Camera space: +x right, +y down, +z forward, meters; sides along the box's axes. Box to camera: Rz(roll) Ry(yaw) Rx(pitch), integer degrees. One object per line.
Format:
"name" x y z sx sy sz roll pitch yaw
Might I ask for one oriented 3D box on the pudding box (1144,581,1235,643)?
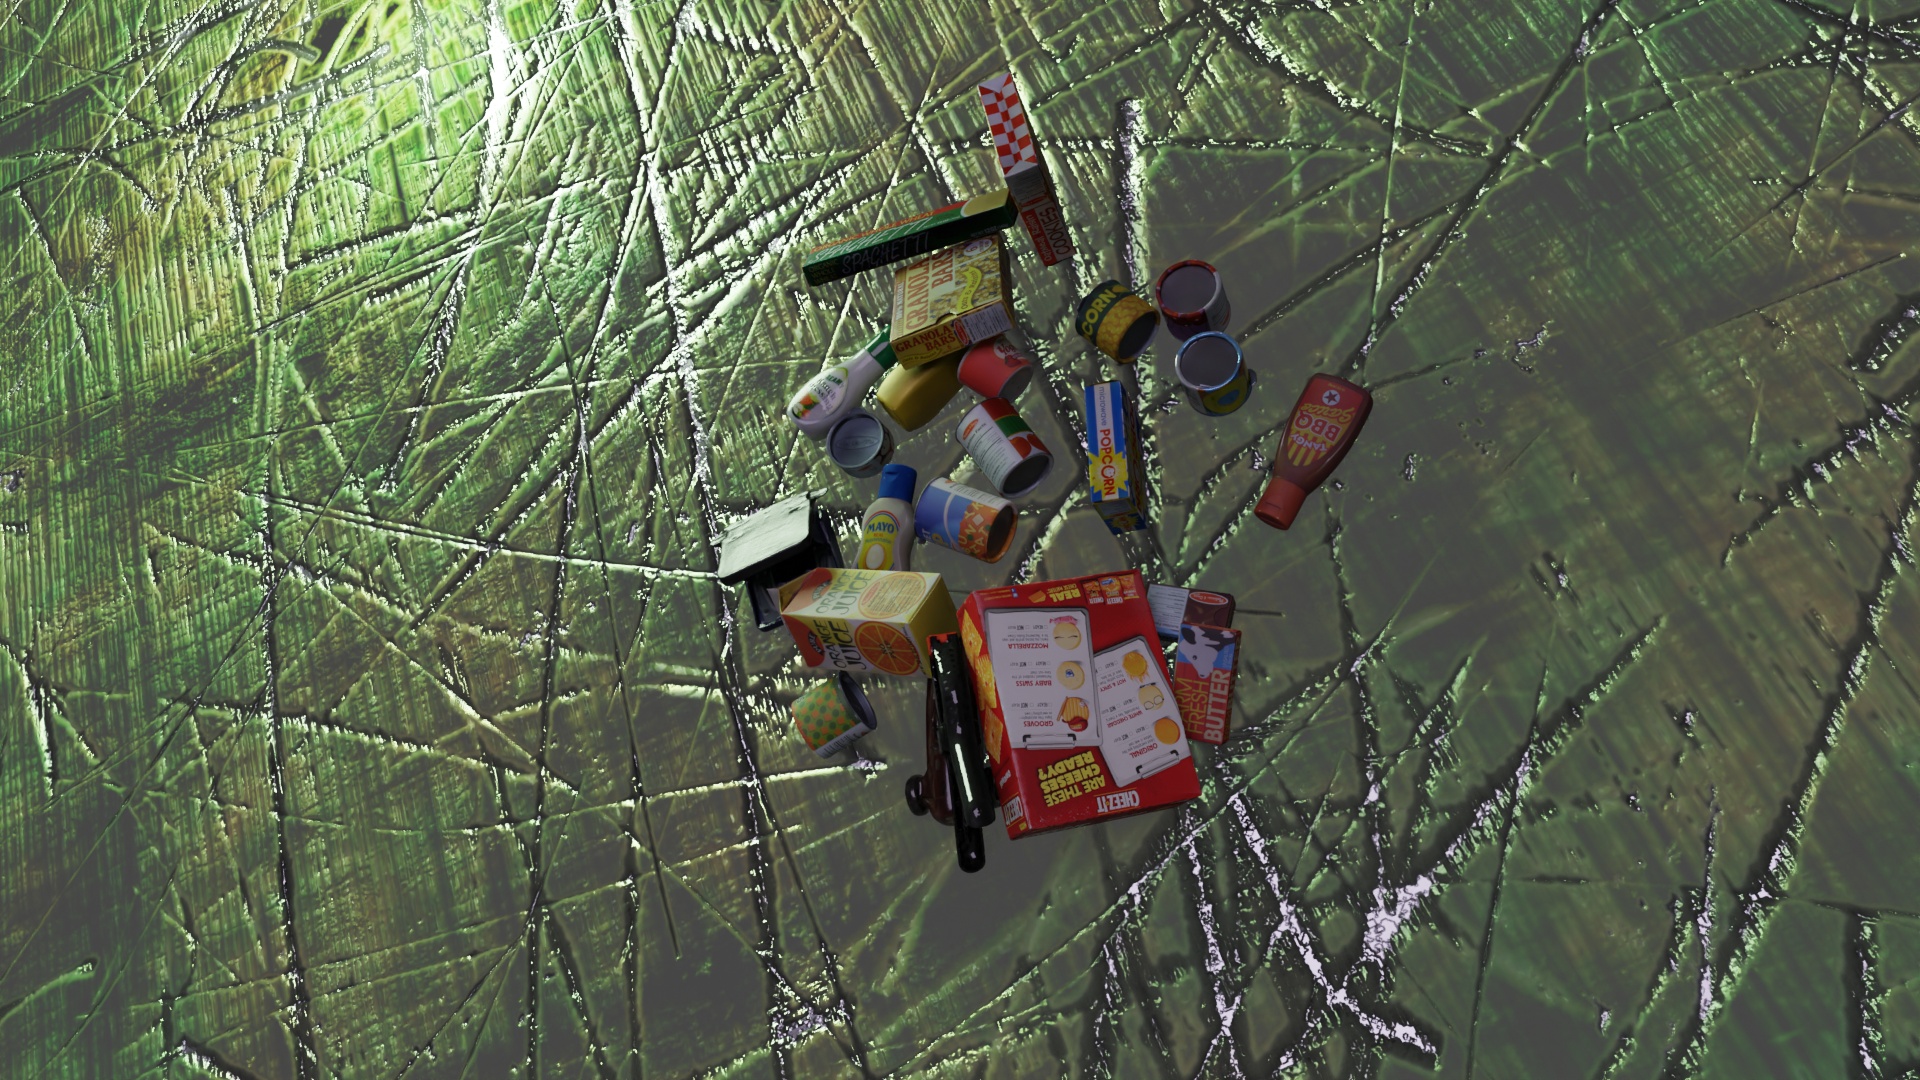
"pudding box" 0.209 0.071 1.288 0.084 0.030 0.050 8 72 23

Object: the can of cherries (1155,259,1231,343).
"can of cherries" 0.230 -0.238 1.385 0.071 0.058 0.072 -7 68 18

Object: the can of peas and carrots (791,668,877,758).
"can of peas and carrots" -0.125 0.169 1.355 0.058 0.071 0.071 -33 62 7

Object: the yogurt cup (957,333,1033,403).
"yogurt cup" 0.038 -0.175 1.431 0.054 0.072 0.072 41 88 20

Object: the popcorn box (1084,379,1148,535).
"popcorn box" 0.150 -0.080 1.338 0.038 0.085 0.127 -9 67 17

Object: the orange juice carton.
"orange juice carton" -0.101 0.077 1.345 0.192 0.071 0.073 2 39 32

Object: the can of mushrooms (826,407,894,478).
"can of mushrooms" -0.105 -0.103 1.473 0.071 0.033 0.071 -7 68 19

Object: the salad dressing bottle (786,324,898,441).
"salad dressing bottle" -0.119 -0.171 1.499 0.147 0.044 0.064 -42 59 1

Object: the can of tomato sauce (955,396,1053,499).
"can of tomato sauce" 0.046 -0.093 1.395 0.071 0.071 0.083 -39 62 3

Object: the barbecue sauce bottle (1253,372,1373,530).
"barbecue sauce bottle" 0.324 -0.081 1.296 0.065 0.043 0.148 27 81 26

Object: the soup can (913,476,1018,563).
"soup can" 0.005 -0.017 1.380 0.084 0.071 0.071 20 78 26

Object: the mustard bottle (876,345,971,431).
"mustard bottle" -0.015 -0.187 1.458 0.160 0.065 0.049 -45 55 -8

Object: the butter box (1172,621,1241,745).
"butter box" 0.219 0.128 1.246 0.053 0.024 0.103 8 94 24

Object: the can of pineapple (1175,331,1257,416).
"can of pineapple" 0.248 -0.163 1.349 0.071 0.057 0.071 -7 67 18

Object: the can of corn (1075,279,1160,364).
"can of corn" 0.158 -0.220 1.398 0.071 0.071 0.058 -48 62 -2

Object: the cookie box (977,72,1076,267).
"cookie box" 0.069 -0.380 1.440 0.040 0.167 0.123 -19 64 11

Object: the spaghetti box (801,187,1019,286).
"spaghetti box" -0.057 -0.332 1.527 0.250 0.028 0.050 -12 34 20

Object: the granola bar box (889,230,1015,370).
"granola bar box" -0.009 -0.254 1.449 0.124 0.039 0.166 -20 34 13

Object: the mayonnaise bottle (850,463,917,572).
"mayonnaise bottle" -0.074 -0.004 1.418 0.065 0.041 0.148 1 71 25
